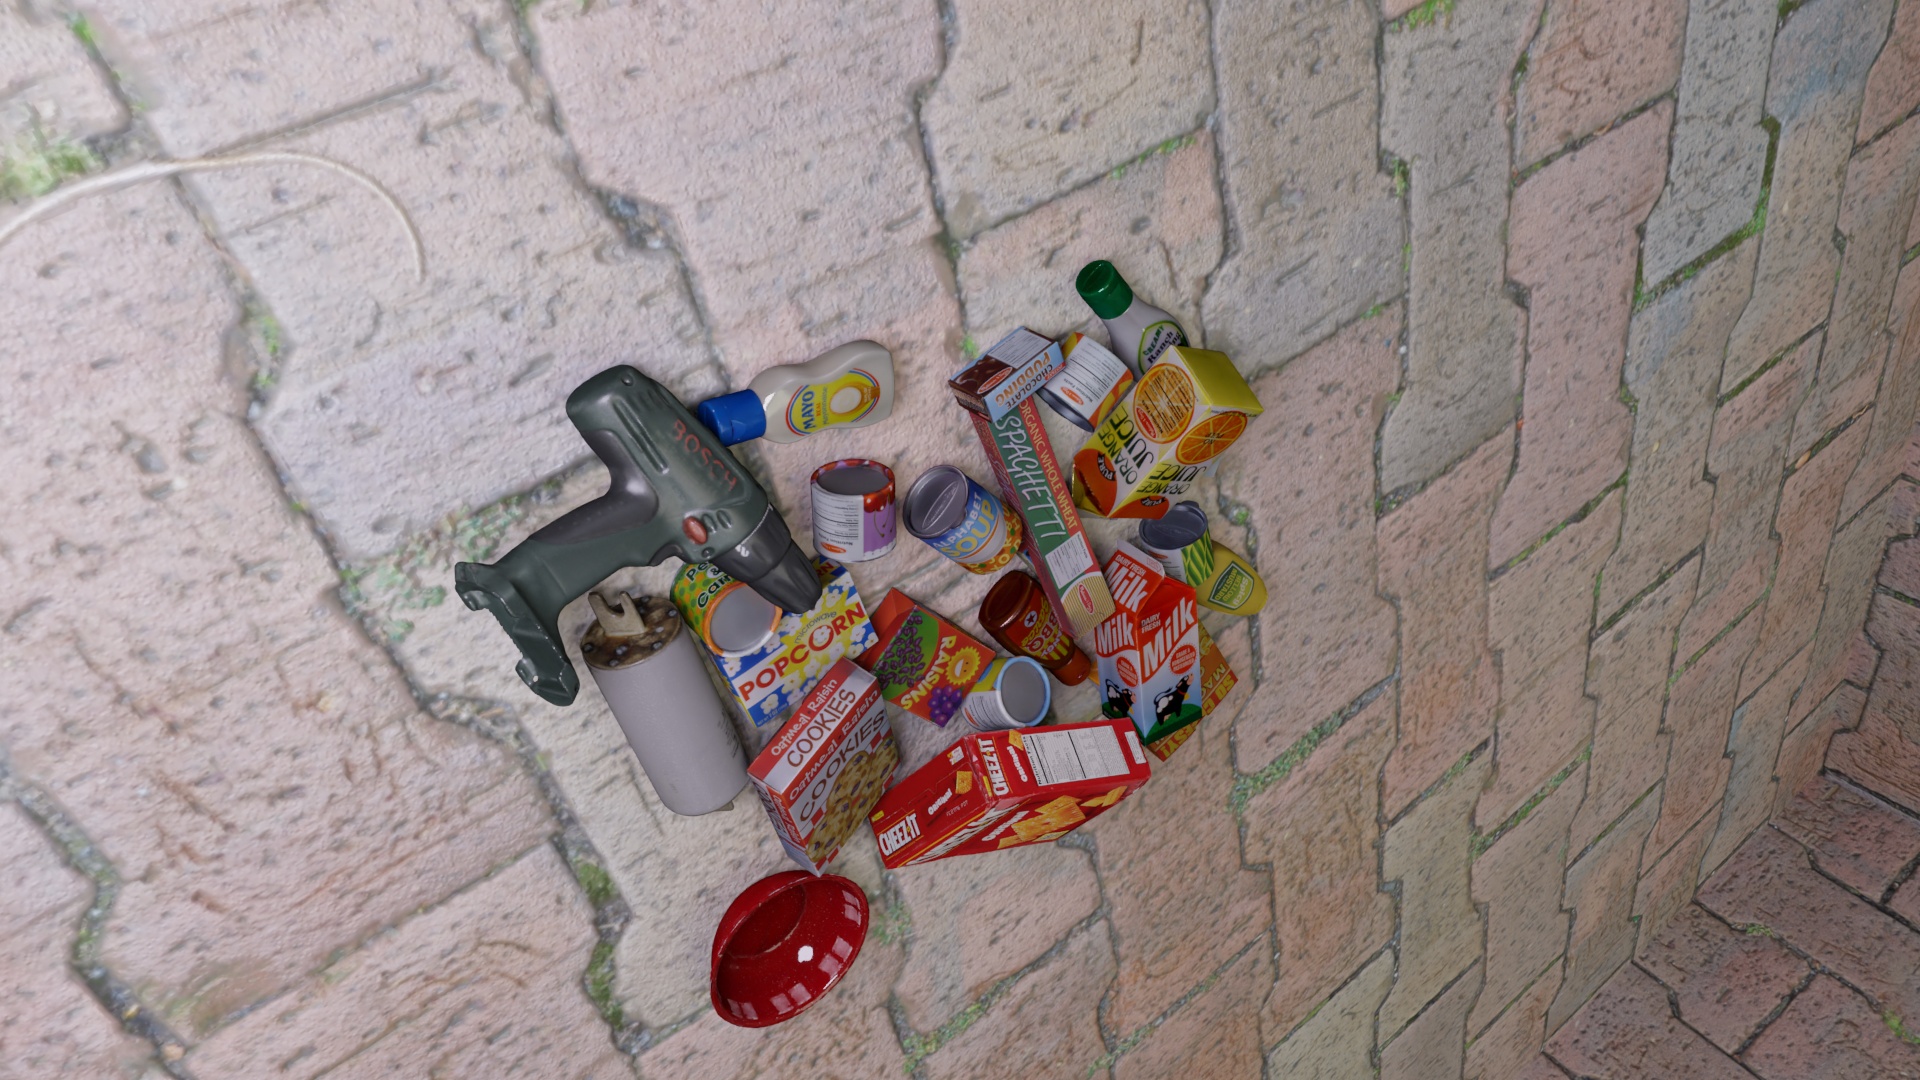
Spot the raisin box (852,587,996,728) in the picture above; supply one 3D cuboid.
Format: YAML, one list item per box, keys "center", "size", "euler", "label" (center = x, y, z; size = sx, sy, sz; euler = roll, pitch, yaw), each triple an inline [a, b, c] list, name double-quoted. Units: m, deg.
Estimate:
- center: [-0.036, 0.104, 1.212]
  size: [0.086, 0.040, 0.123]
  euler: [-56, 137, -1]
  label: "raisin box"

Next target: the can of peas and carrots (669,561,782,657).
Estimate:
- center: [-0.177, 0.045, 1.044]
  size: [0.071, 0.059, 0.070]
  euler: [-21, 127, -31]
  label: "can of peas and carrots"

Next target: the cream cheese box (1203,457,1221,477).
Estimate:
- center: [0.209, -0.090, 1.316]
  size: [0.104, 0.024, 0.053]
  euler: [1, 114, -41]
  label: "cream cheese box"

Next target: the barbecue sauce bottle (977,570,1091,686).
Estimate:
- center: [0.074, 0.088, 1.293]
  size: [0.065, 0.044, 0.148]
  euler: [-54, 137, -10]
  label: "barbecue sauce bottle"

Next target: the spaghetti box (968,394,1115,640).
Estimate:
- center: [0.074, -0.024, 1.207]
  size: [0.050, 0.029, 0.249]
  euler: [-36, 122, -18]
  label: "spaghetti box"

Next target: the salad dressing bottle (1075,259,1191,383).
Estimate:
- center: [0.149, -0.185, 1.195]
  size: [0.064, 0.044, 0.147]
  euler: [-53, 136, -1]
  label: "salad dressing bottle"

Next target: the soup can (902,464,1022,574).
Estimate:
- center: [0.004, -0.014, 1.153]
  size: [0.083, 0.071, 0.071]
  euler: [34, 91, -46]
  label: "soup can"

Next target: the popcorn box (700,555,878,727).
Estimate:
- center: [-0.136, 0.080, 1.113]
  size: [0.127, 0.038, 0.084]
  euler: [-36, 133, -19]
  label: "popcorn box"

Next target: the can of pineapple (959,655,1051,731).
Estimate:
- center: [0.041, 0.138, 1.266]
  size: [0.071, 0.057, 0.071]
  euler: [9, 76, -38]
  label: "can of pineapple"

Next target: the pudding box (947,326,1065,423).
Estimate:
- center: [0.038, -0.135, 1.125]
  size: [0.084, 0.050, 0.030]
  euler: [-38, 132, -17]
  label: "pudding box"

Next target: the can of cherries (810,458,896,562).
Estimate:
- center: [-0.082, -0.025, 1.080]
  size: [0.072, 0.071, 0.058]
  euler: [-20, 125, -31]
  label: "can of cherries"

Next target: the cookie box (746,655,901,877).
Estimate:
- center: [-0.109, 0.189, 1.151]
  size: [0.123, 0.040, 0.166]
  euler: [-51, 154, -26]
  label: "cookie box"

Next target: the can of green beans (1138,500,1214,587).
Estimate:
- center: [0.210, 0.006, 1.343]
  size: [0.071, 0.071, 0.057]
  euler: [-35, 133, -19]
  label: "can of green beans"

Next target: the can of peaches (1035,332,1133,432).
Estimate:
- center: [0.103, -0.134, 1.173]
  size: [0.058, 0.071, 0.071]
  euler: [-53, 136, -2]
  label: "can of peaches"

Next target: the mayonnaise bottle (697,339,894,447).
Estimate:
- center: [-0.119, -0.102, 1.018]
  size: [0.149, 0.041, 0.064]
  euler: [-20, 128, -31]
  label: "mayonnaise bottle"

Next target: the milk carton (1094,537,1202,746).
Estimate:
- center: [0.175, 0.091, 1.312]
  size: [0.074, 0.072, 0.189]
  euler: [-22, 121, -24]
  label: "milk carton"

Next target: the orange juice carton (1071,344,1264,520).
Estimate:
- center: [0.169, -0.079, 1.225]
  size: [0.072, 0.073, 0.191]
  euler: [0, 141, -41]
  label: "orange juice carton"

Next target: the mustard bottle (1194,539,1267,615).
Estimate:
- center: [0.278, 0.045, 1.436]
  size: [0.160, 0.049, 0.065]
  euler: [24, 99, -45]
  label: "mustard bottle"

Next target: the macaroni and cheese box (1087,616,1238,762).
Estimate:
- center: [0.212, 0.143, 1.444]
  size: [0.124, 0.040, 0.166]
  euler: [-47, 135, -7]
  label: "macaroni and cheese box"

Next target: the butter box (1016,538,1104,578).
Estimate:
- center: [0.089, 0.014, 1.275]
  size: [0.053, 0.024, 0.103]
  euler: [-49, 135, -6]
  label: "butter box"
